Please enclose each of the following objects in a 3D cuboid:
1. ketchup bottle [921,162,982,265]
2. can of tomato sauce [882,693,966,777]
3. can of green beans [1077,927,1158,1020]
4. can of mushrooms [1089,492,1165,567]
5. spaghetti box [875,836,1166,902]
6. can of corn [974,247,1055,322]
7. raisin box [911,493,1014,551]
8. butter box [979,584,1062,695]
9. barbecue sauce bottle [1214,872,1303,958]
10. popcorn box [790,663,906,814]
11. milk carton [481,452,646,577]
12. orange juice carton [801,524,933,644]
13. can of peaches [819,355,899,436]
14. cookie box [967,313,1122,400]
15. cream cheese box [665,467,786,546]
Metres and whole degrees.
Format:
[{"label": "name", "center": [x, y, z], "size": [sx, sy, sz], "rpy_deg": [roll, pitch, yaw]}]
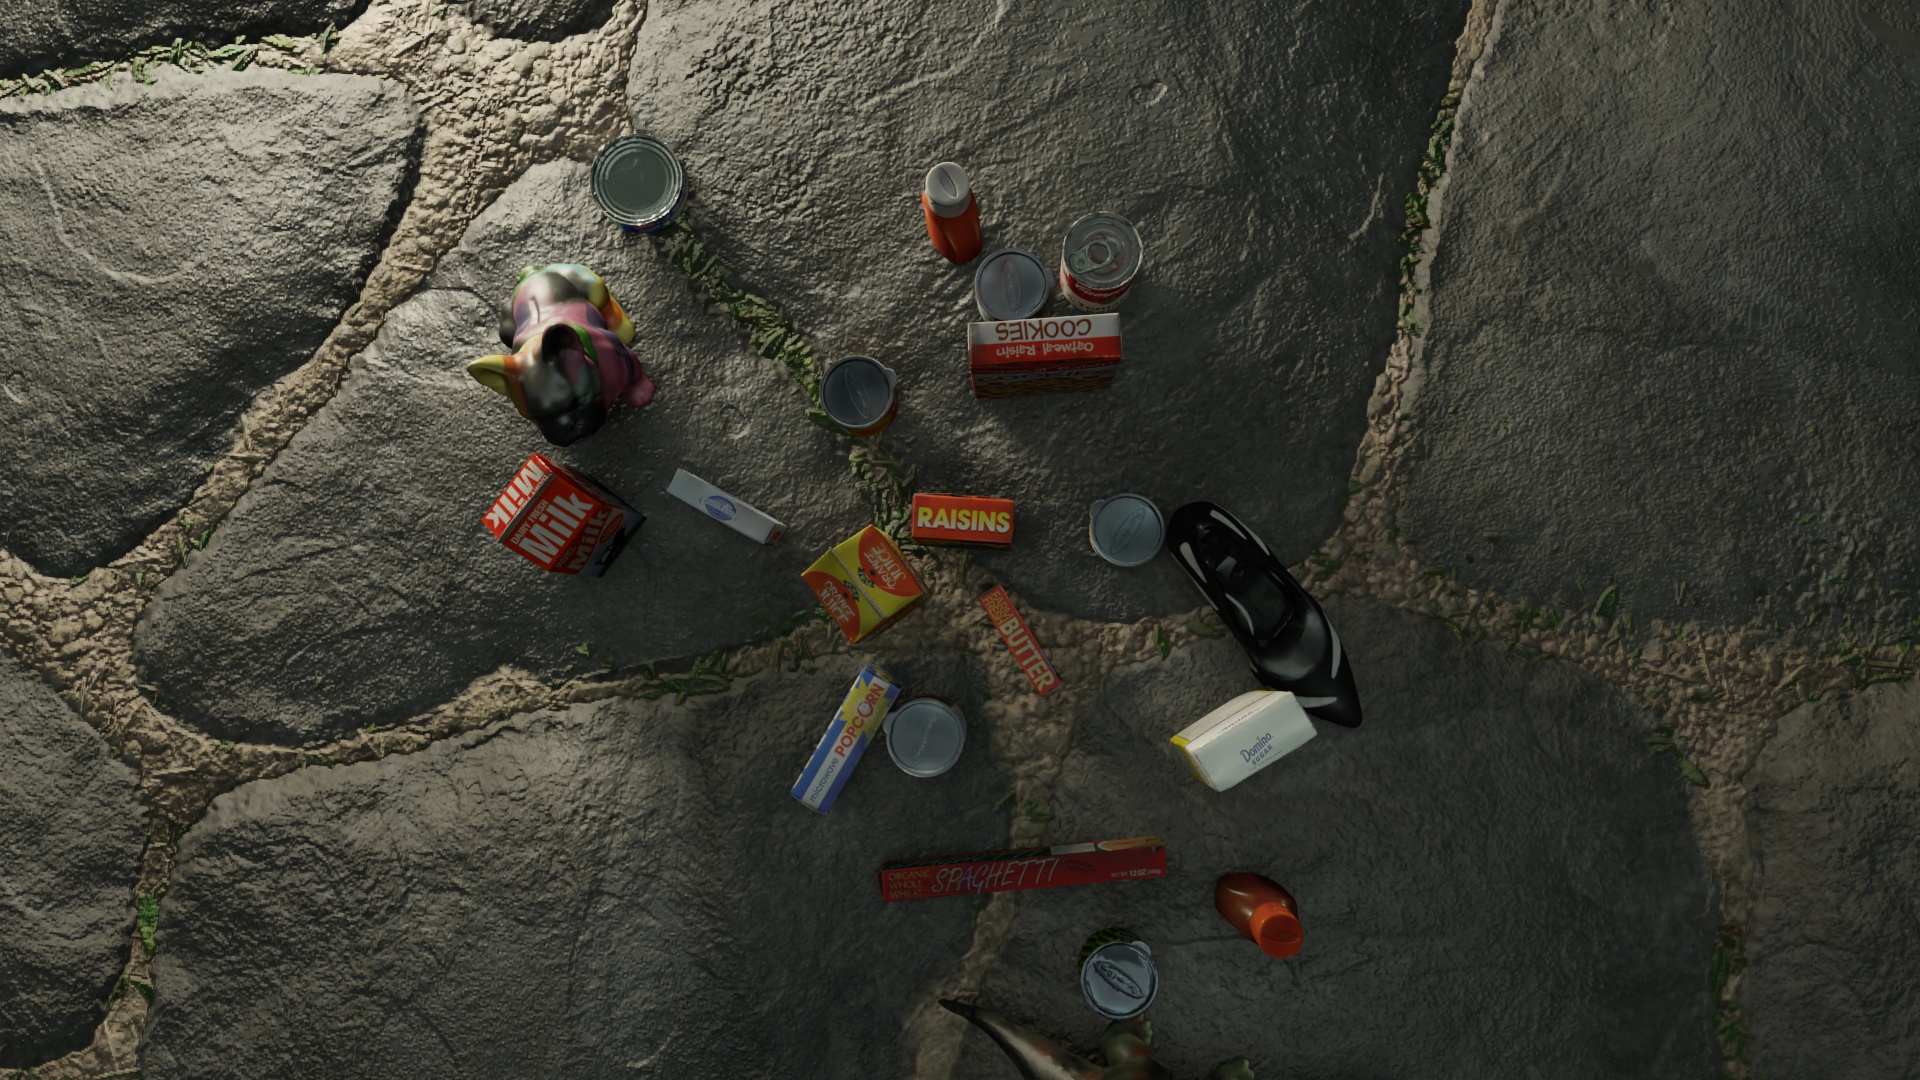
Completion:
[{"label": "ketchup bottle", "center": [-0.009, -0.287, 1.206], "size": [0.043, 0.149, 0.065], "rpy_deg": [-31, 86, 0]}, {"label": "can of tomato sauce", "center": [-0.030, 0.168, 1.209], "size": [0.071, 0.083, 0.071], "rpy_deg": [0, 87, 2]}, {"label": "can of green beans", "center": [0.136, 0.374, 1.202], "size": [0.071, 0.058, 0.071], "rpy_deg": [0, 86, 2]}, {"label": "can of mushrooms", "center": [0.146, -0.010, 1.240], "size": [0.071, 0.033, 0.071], "rpy_deg": [0, 86, 2]}, {"label": "spaghetti box", "center": [0.053, 0.287, 1.215], "size": [0.250, 0.050, 0.028], "rpy_deg": [-6, 87, 2]}, {"label": "can of corn", "center": [0.049, -0.223, 1.245], "size": [0.071, 0.058, 0.071], "rpy_deg": [0, 86, 2]}, {"label": "raisin box", "center": [0.004, -0.015, 1.200], "size": [0.086, 0.123, 0.040], "rpy_deg": [4, 87, 2]}, {"label": "butter box", "center": [0.053, 0.088, 1.227], "size": [0.024, 0.053, 0.103], "rpy_deg": [-33, 86, 0]}, {"label": "barbecue sauce bottle", "center": [0.253, 0.312, 1.157], "size": [0.065, 0.148, 0.043], "rpy_deg": [8, 87, 3]}, {"label": "popcorn box", "center": [-0.096, 0.171, 1.210], "size": [0.038, 0.085, 0.126], "rpy_deg": [30, 88, 3]}, {"label": "milk carton", "center": [-0.338, -0.020, 1.179], "size": [0.073, 0.190, 0.072], "rpy_deg": [37, 89, 4]}, {"label": "orange juice carton", "center": [-0.077, 0.038, 1.165], "size": [0.073, 0.192, 0.072], "rpy_deg": [-36, 86, 0]}, {"label": "can of peaches", "center": [-0.087, -0.129, 1.244], "size": [0.071, 0.058, 0.071], "rpy_deg": [0, 86, 2]}, {"label": "cookie box", "center": [0.070, -0.154, 1.185], "size": [0.123, 0.167, 0.040], "rpy_deg": [-4, 87, 2]}, {"label": "cream cheese box", "center": [-0.209, -0.028, 1.243], "size": [0.104, 0.053, 0.024], "rpy_deg": [29, 88, 4]}]
